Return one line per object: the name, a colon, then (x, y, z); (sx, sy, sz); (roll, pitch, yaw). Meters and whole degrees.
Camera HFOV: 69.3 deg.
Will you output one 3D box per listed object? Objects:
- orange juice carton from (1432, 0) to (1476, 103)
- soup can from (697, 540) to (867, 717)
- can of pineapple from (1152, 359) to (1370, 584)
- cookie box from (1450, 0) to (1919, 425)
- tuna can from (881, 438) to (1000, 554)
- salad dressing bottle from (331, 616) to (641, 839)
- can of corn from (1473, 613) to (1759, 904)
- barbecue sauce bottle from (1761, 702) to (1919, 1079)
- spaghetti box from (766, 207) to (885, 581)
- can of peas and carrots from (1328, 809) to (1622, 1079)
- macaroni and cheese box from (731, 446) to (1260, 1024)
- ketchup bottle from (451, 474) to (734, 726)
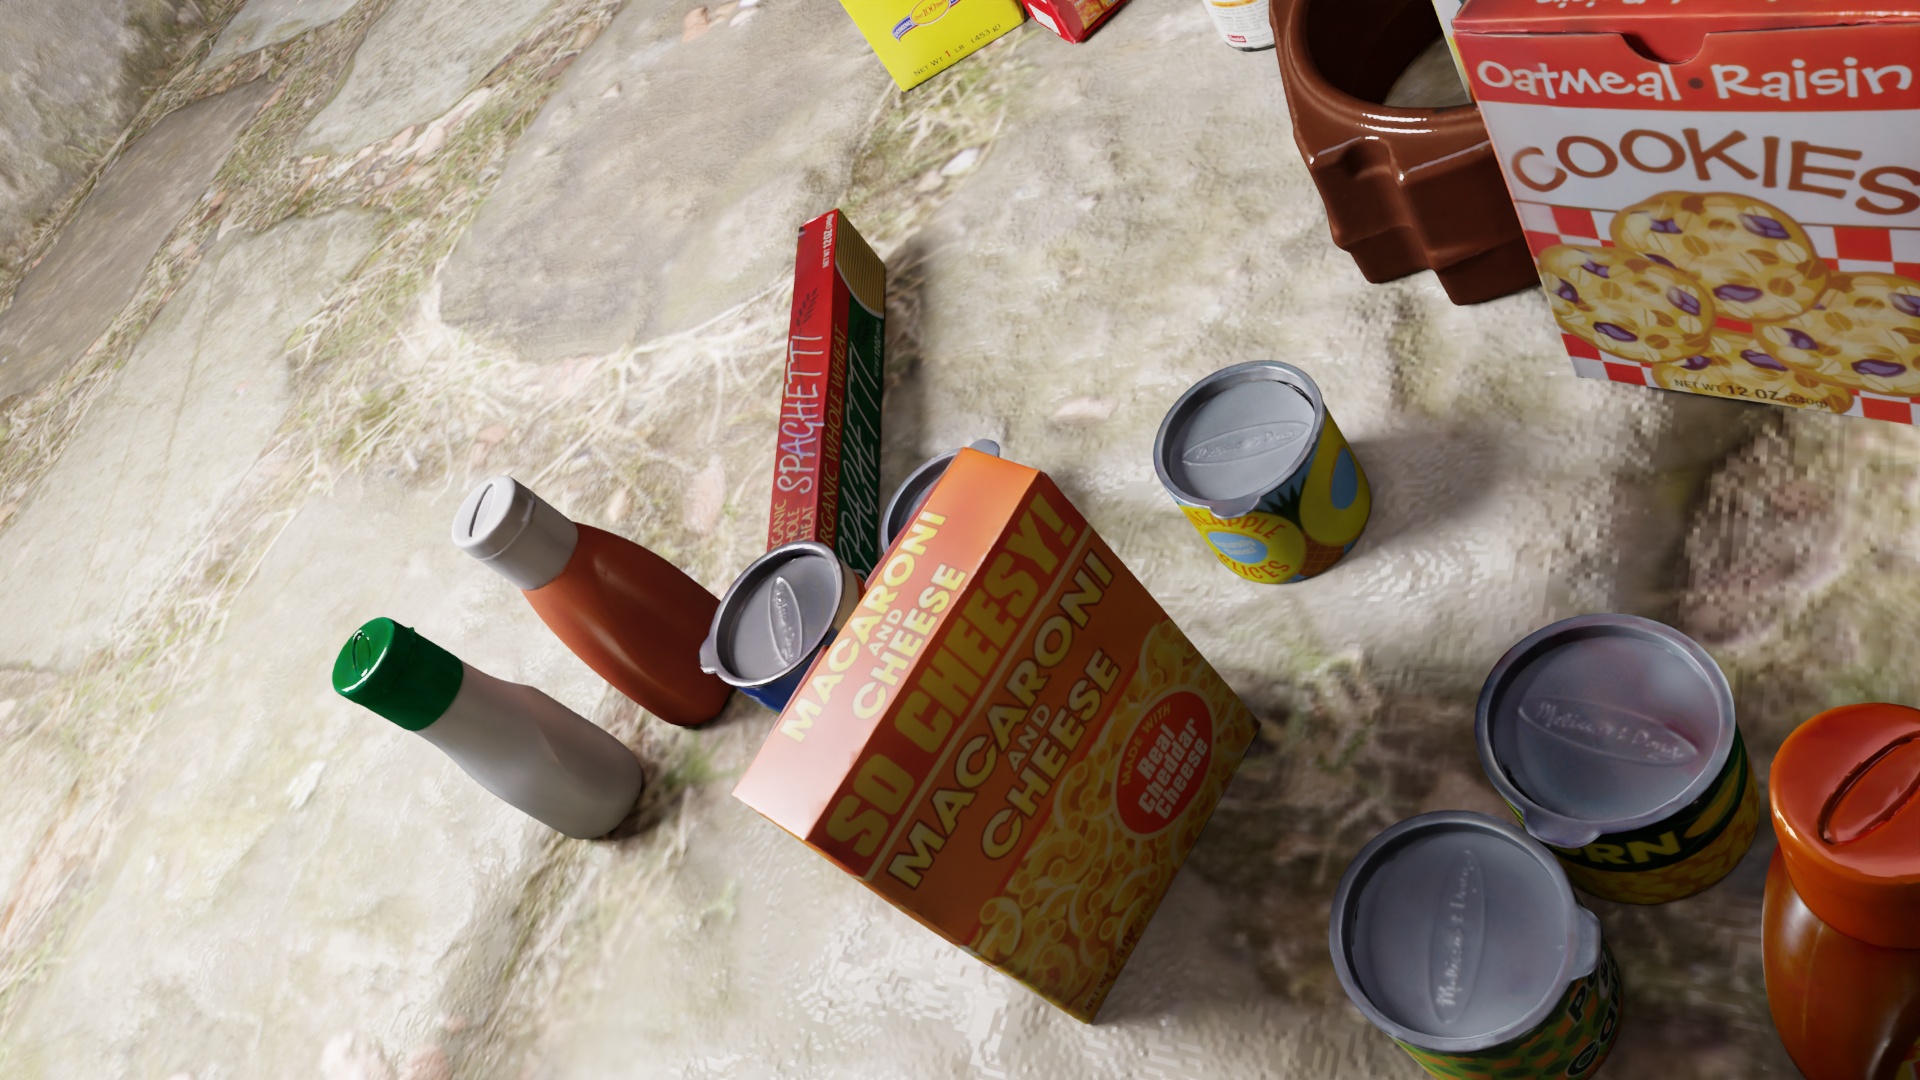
orange juice carton: (0.218, -0.227, 0.506); (0.073, 0.192, 0.072); (20, 71, 45)
soup can: (-0.054, 0.051, 0.574); (0.071, 0.083, 0.072); (-20, 48, 24)
can of pineapple: (0.114, -0.023, 0.524); (0.071, 0.057, 0.071); (-20, 48, 24)
cookie box: (0.233, -0.104, 0.416); (0.123, 0.167, 0.040); (19, 70, 44)
tuna can: (0.002, -0.008, 0.615); (0.071, 0.032, 0.071); (-20, 47, 24)
salad dressing bottle: (-0.206, 0.084, 0.616); (0.044, 0.147, 0.064); (-40, 43, 5)
can of corn: (0.188, 0.066, 0.398); (0.071, 0.058, 0.071); (-20, 48, 24)
barbecue sauce bottle: (0.205, 0.084, 0.303); (0.065, 0.148, 0.044); (-44, 42, 0)
spaghetti box: (-0.065, -0.068, 0.701); (0.028, 0.050, 0.251); (-21, 47, 23)
can of peas and carrots: (0.147, 0.117, 0.388); (0.071, 0.058, 0.071); (-20, 48, 24)
macaroni and cheese box: (0.021, 0.068, 0.442); (0.040, 0.166, 0.124); (19, 71, 44)
ketchup bottle: (-0.160, 0.025, 0.626); (0.043, 0.148, 0.065); (-15, 50, 28)
